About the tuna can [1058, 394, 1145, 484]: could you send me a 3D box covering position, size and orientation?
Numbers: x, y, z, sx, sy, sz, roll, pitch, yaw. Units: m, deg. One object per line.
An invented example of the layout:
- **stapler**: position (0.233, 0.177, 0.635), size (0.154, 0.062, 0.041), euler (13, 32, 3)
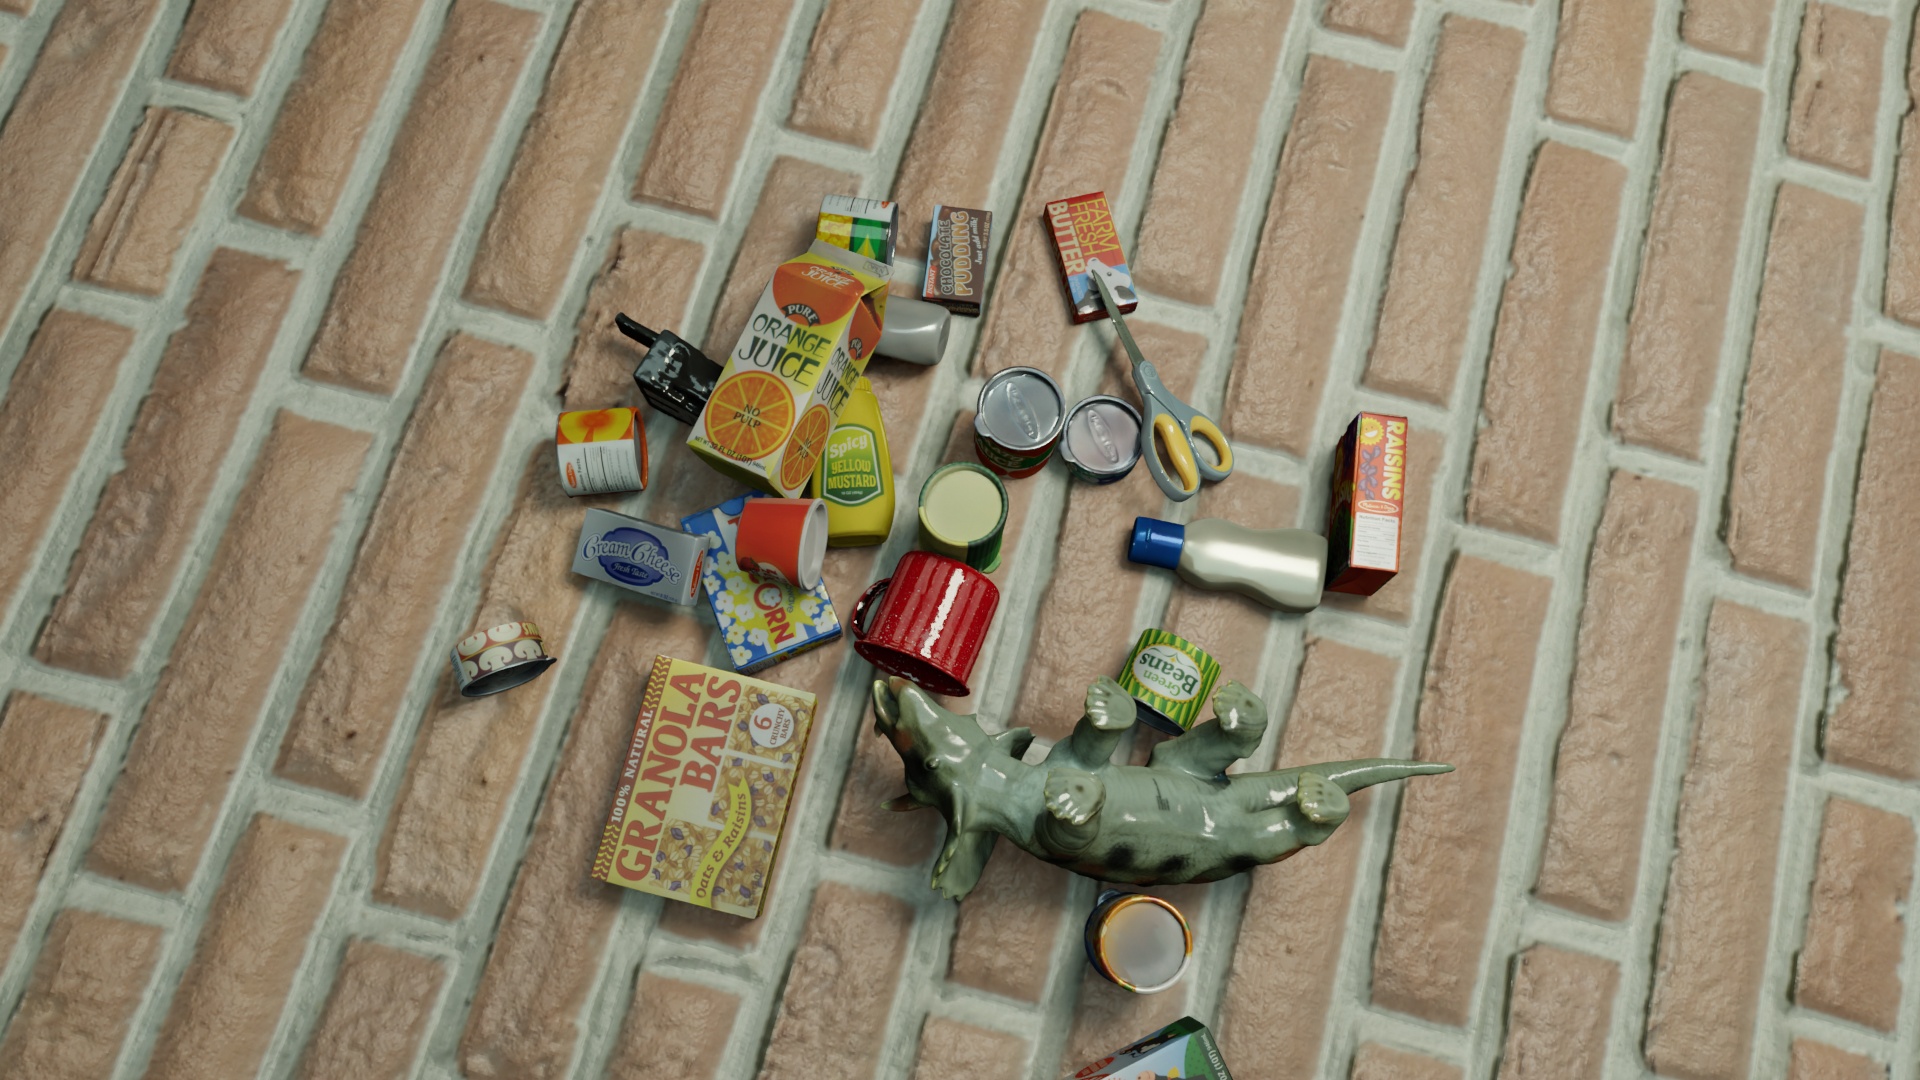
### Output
- **tuna can**: position (0.110, -0.078, 1.097), size (0.071, 0.032, 0.071), euler (0, 76, -2)

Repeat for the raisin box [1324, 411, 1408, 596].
- **raisin box**: position (0.309, -0.027, 1.064), size (0.040, 0.086, 0.123), euler (7, 76, 5)

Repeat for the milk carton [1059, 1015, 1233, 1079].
- **milk carton**: position (0.096, 0.405, 0.955), size (0.191, 0.073, 0.072), euler (-25, 78, -7)

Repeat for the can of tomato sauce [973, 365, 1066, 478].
- **can of tomato sauce**: position (0.043, -0.088, 1.072), size (0.071, 0.083, 0.071), euler (0, 76, -2)

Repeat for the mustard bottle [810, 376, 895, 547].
- **mustard bottle**: position (-0.087, -0.076, 1.082), size (0.065, 0.048, 0.160), euler (-4, 76, -5)

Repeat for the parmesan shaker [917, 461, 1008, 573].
- **parmesan shaker**: position (0.004, -0.013, 1.041), size (0.071, 0.103, 0.071), euler (0, 76, -2)

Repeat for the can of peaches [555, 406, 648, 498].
- **can of peaches**: position (-0.274, -0.070, 1.067), size (0.058, 0.071, 0.071), euler (-5, 77, -3)

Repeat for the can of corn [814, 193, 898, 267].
- **can of corn**: position (-0.083, -0.239, 1.116), size (0.058, 0.071, 0.071), euler (8, 76, 1)

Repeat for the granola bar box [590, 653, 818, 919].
- **granola bar box**: position (-0.185, 0.180, 1.020), size (0.124, 0.039, 0.166), euler (14, 76, 1)

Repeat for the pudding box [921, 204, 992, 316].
- **pudding box**: position (-0.003, -0.229, 1.133), size (0.050, 0.030, 0.084), euler (7, 76, 1)

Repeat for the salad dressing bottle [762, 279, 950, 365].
- **salad dressing bottle**: position (-0.084, -0.177, 1.106), size (0.148, 0.043, 0.064), euler (14, 34, 8)

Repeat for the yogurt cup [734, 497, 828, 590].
- **yogurt cup**: position (-0.131, -0.001, 1.015), size (0.054, 0.072, 0.072), euler (9, 76, 8)

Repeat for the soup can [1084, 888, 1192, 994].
- **soup can**: position (0.123, 0.281, 0.982), size (0.071, 0.083, 0.071), euler (0, 76, -1)

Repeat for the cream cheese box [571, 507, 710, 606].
- **cream cheese box**: position (-0.240, 0.011, 1.045), size (0.104, 0.024, 0.053), euler (14, 91, 22)

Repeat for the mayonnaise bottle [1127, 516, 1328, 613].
- **mayonnaise bottle**: position (0.206, 0.013, 1.074), size (0.148, 0.041, 0.065), euler (12, 75, 2)

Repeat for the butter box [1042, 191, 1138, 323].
- **butter box**: position (0.106, -0.232, 1.140), size (0.053, 0.024, 0.103), euler (-14, 77, -6)

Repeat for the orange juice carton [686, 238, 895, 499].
- **orange juice carton**: position (-0.121, -0.132, 1.037), size (0.072, 0.073, 0.193), euler (23, 81, 15)

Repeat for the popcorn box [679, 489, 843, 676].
- **popcorn box**: position (-0.151, 0.029, 1.059), size (0.085, 0.038, 0.127), euler (-22, 78, -6)

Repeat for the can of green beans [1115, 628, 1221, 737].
- **can of green beans**: position (0.153, 0.106, 1.035), size (0.071, 0.071, 0.058), euler (29, 77, 5)

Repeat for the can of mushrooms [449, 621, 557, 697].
- **can of mushrooms**: position (-0.337, 0.087, 1.025), size (0.071, 0.071, 0.033), euler (-23, 77, -7)
